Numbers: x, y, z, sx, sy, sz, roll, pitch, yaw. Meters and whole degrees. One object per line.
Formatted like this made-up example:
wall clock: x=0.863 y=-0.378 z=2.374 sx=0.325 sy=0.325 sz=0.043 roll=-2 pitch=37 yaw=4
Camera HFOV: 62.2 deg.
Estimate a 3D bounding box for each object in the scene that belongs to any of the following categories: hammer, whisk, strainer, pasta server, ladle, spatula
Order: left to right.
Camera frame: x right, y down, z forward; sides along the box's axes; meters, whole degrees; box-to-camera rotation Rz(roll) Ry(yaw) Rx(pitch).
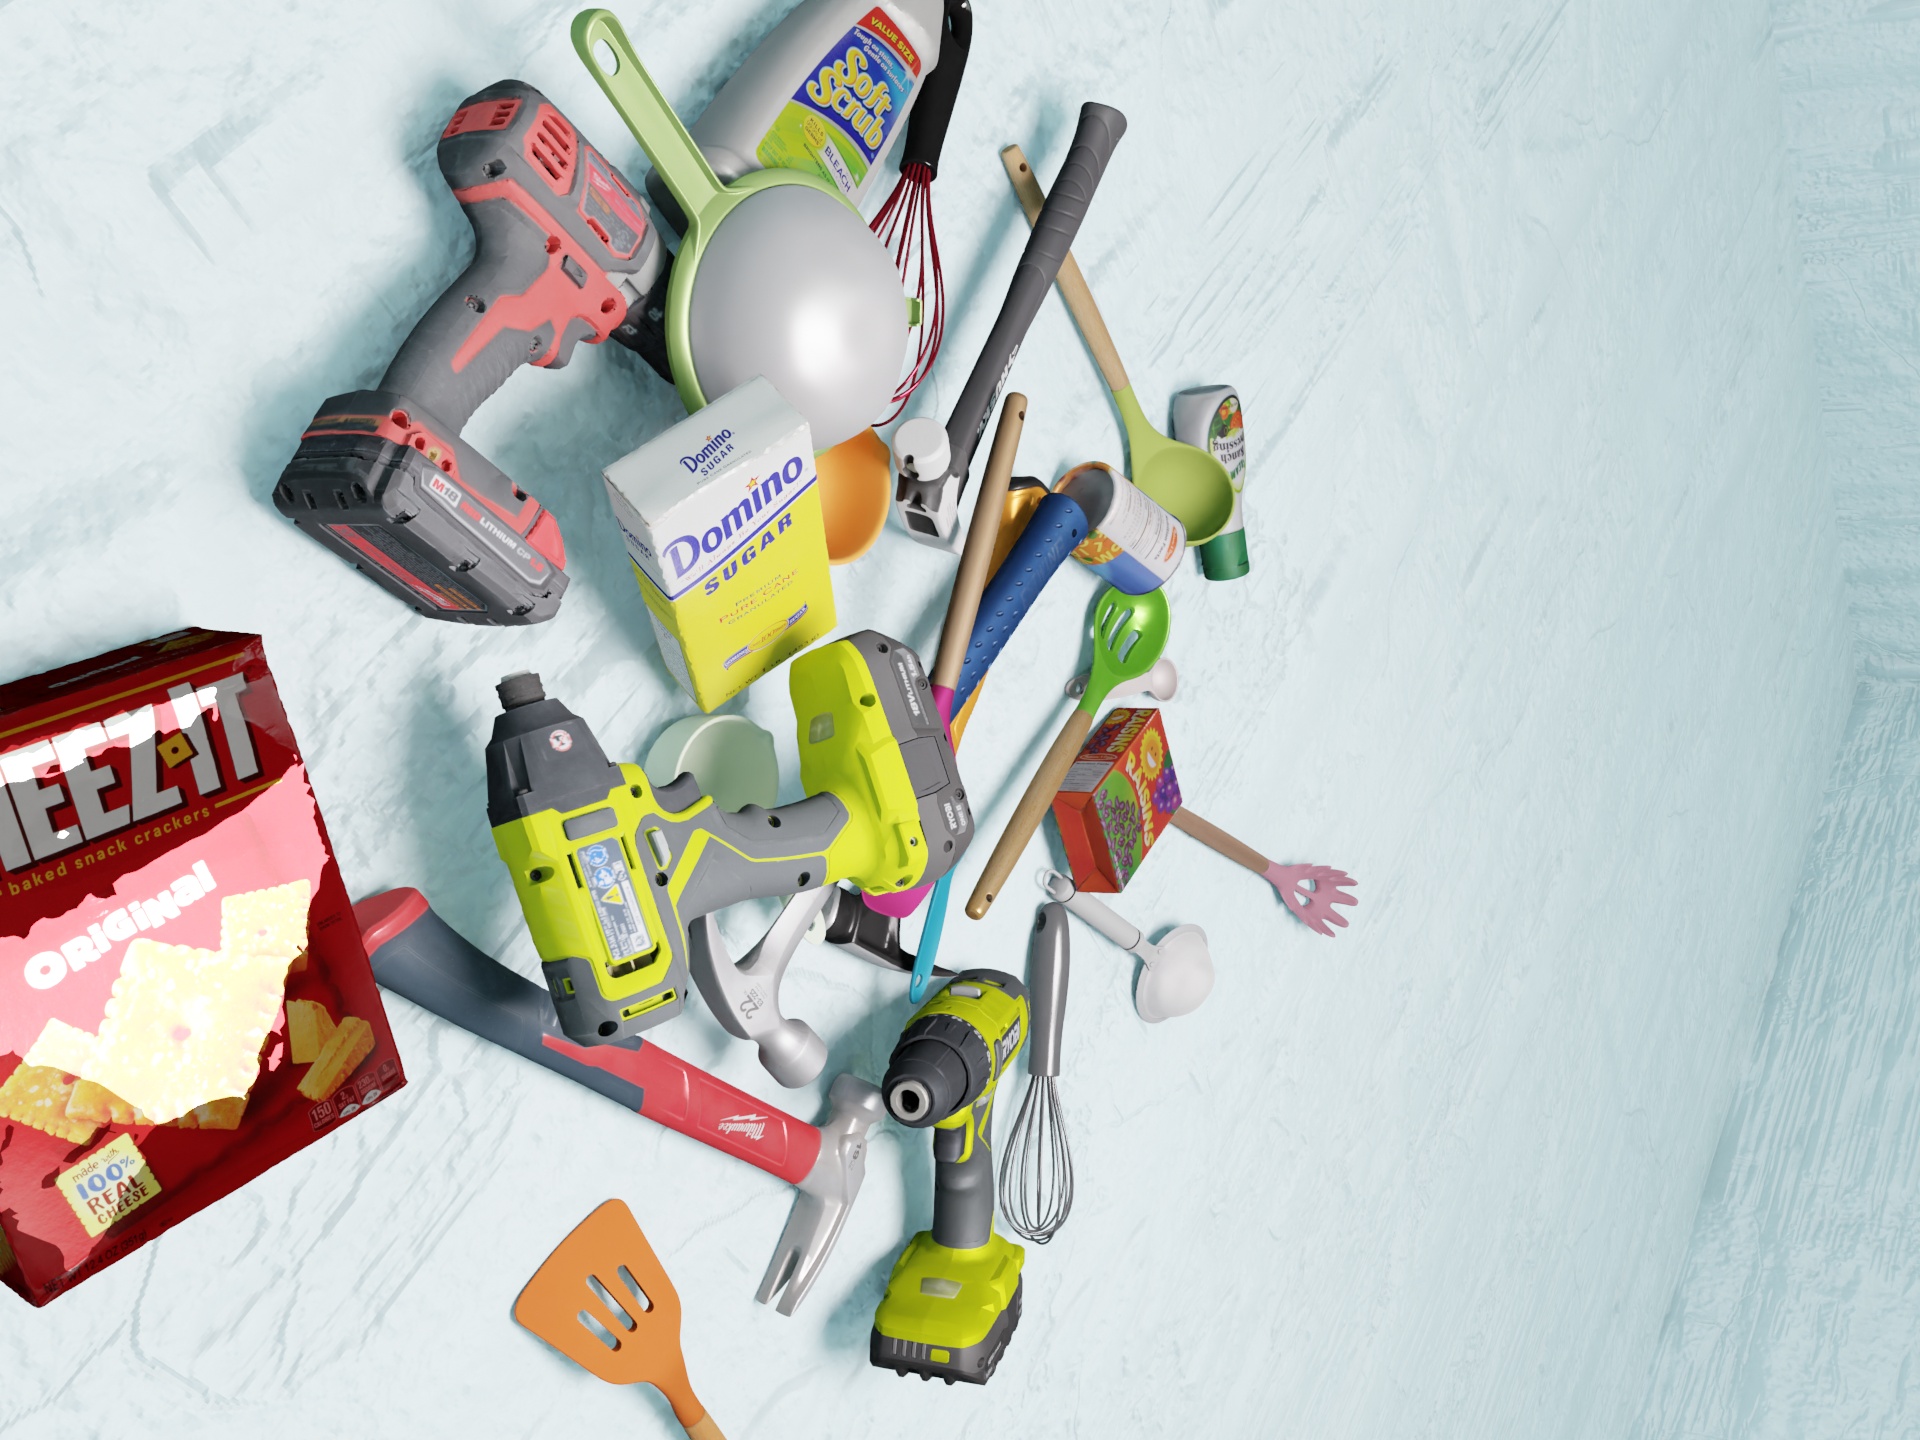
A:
hammer: x=-0.179 y=0.201 z=0.842 sx=0.385 sy=0.038 sz=0.143 roll=42 pitch=65 yaw=-44
spatula: x=-0.151 y=0.408 z=0.913 sx=0.081 sy=0.041 sz=0.322 roll=-47 pitch=131 yaw=-36
strainer: x=-0.092 y=-0.228 z=0.764 sx=0.151 sy=0.069 sz=0.256 roll=-57 pitch=140 yaw=-19
hammer: x=-0.030 y=0.009 z=0.938 sx=0.406 sy=0.035 sz=0.143 roll=-57 pitch=133 yaw=-30
whisk: x=-0.029 y=-0.310 z=0.946 sx=0.073 sy=0.073 sz=0.296 roll=28 pitch=67 yaw=-48
hammer: x=-0.002 y=-0.003 z=1.028 sx=0.127 sy=0.034 sz=0.337 roll=35 pitch=68 yaw=-45
hammer: x=0.038 y=-0.255 z=0.997 sx=0.146 sy=0.035 sz=0.335 roll=78 pitch=32 yaw=-65
whisk: x=0.058 y=0.248 z=1.124 sx=0.055 sy=0.055 sz=0.239 roll=10 pitch=82 yaw=-50
ladle: x=0.109 y=-0.255 z=1.113 sx=0.078 sy=0.062 sz=0.319 roll=-42 pitch=124 yaw=-15
strainer: x=0.135 y=0.172 z=1.209 sx=0.258 sy=0.050 sz=0.087 roll=39 pitch=80 yaw=-41
pasta server: x=0.246 y=0.116 z=1.332 sx=0.316 sy=0.040 sz=0.060 roll=30 pitch=83 yaw=-46

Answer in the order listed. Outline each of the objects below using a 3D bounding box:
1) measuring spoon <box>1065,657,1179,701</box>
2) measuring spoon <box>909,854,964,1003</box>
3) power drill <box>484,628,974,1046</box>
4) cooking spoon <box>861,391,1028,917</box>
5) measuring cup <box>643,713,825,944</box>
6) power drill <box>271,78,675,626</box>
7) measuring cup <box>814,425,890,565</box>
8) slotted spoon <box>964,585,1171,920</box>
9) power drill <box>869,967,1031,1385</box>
measuring spoon: x=0.118 y=-0.027 z=1.186 sx=0.124 sy=0.018 sz=0.034 roll=-6 pitch=93 yaw=-42
measuring spoon: x=-0.021 y=0.111 z=0.984 sx=0.042 sy=0.021 sz=0.128 roll=5 pitch=99 yaw=-59
power drill: x=-0.114 y=0.038 z=0.777 sx=0.223 sy=0.080 sz=0.171 roll=-19 pitch=91 yaw=-37
cooking spoon: x=-0.004 y=-0.043 z=0.921 sx=0.068 sy=0.017 sz=0.319 roll=25 pitch=75 yaw=-44
measuring cup: x=-0.123 y=0.067 z=0.894 sx=0.083 sy=0.038 sz=0.167 roll=-53 pitch=133 yaw=-33
power drill: x=-0.197 y=-0.156 z=0.750 sx=0.187 sy=0.080 sz=0.227 roll=45 pitch=57 yaw=-50
measuring cup: x=-0.100 y=-0.167 z=0.879 sx=0.095 sy=0.052 sz=0.173 roll=-42 pitch=124 yaw=-37
slotted spoon: x=0.073 y=0.014 z=1.099 sx=0.070 sy=0.031 sz=0.314 roll=50 pitch=51 yaw=-24
power drill: x=-0.007 y=0.282 z=0.984 sx=0.190 sy=0.080 sz=0.228 roll=-22 pitch=115 yaw=-74
